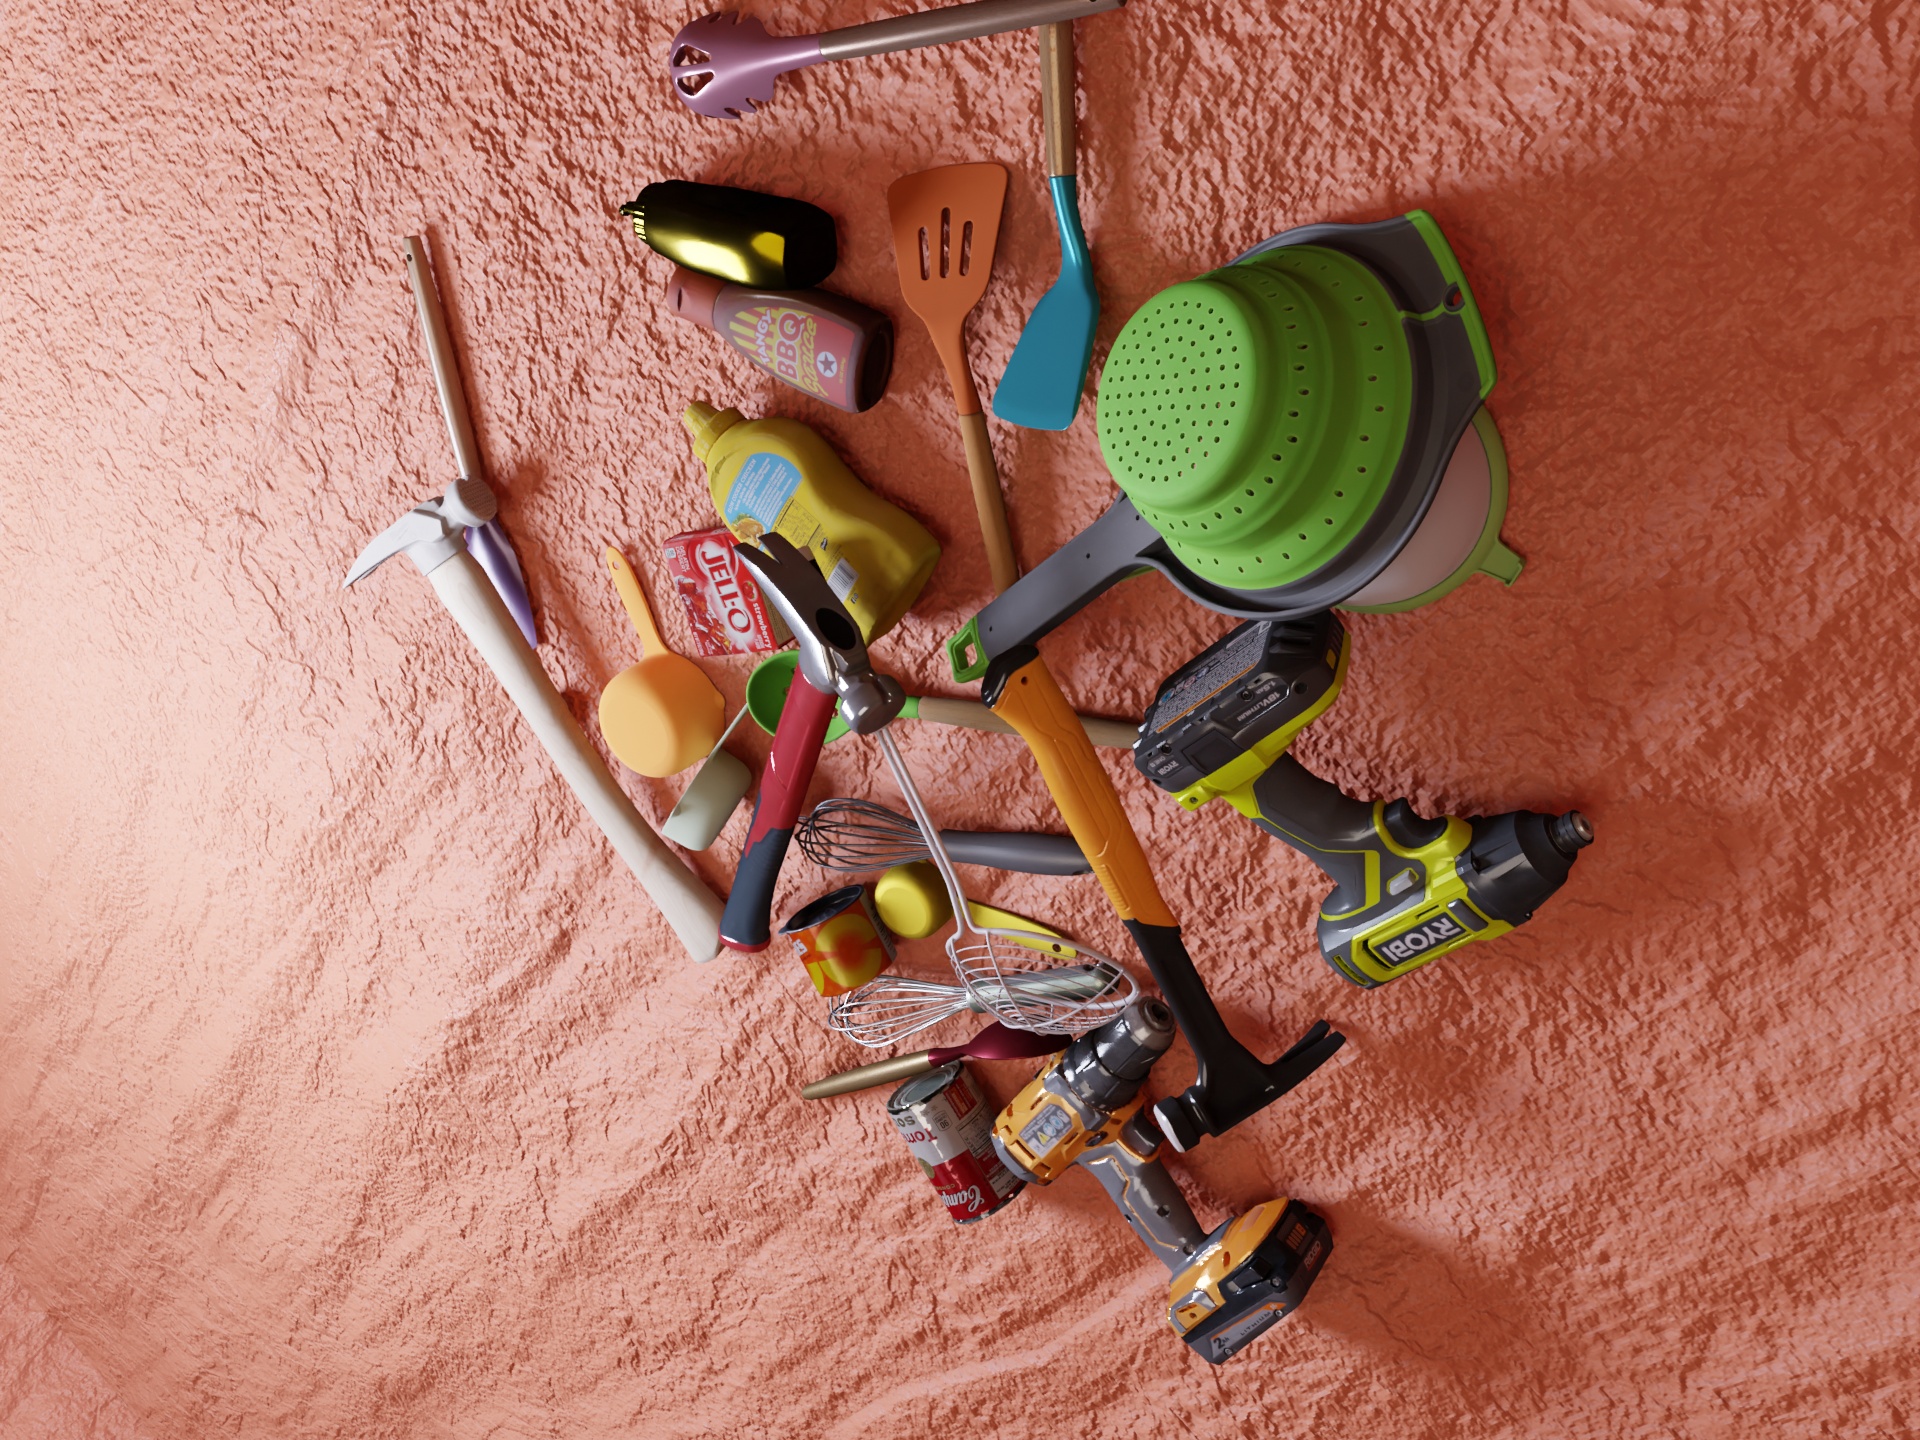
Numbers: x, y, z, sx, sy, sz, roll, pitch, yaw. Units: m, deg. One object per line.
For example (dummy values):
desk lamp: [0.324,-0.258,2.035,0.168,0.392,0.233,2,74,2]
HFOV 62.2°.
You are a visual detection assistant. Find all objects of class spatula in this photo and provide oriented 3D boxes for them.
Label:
spatula: [0.045,-0.319,0.853,0.082,0.044,0.317,28,128,55]
spatula: [0.016,-0.167,0.967,0.081,0.041,0.322,2,118,30]
spatula: [-0.372,-0.200,1.190,0.060,0.018,0.315,6,117,27]

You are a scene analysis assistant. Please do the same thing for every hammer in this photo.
hammer: [0.112,0.099,0.959,0.127,0.034,0.336,-31,107,-5]
hammer: [-0.130,0.042,1.074,0.143,0.038,0.386,53,147,20]
hammer: [-0.312,0.019,1.231,0.146,0.038,0.410,-27,101,27]

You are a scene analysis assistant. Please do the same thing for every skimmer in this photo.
skimmer: [-0.006,0.046,1.022,0.127,0.090,0.363,-21,96,51]

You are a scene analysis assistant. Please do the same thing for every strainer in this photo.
strainer: [0.165,-0.107,0.873,0.256,0.069,0.151,-15,105,34]

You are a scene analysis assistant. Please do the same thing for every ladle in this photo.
ladle: [-0.032,0.254,1.177,0.315,0.069,0.031,-28,76,48]

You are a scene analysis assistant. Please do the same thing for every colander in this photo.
colander: [0.087,-0.121,0.849,0.397,0.094,0.205,-35,60,43]

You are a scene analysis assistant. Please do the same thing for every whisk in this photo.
whisk: [0.004,0.198,1.141,0.246,0.058,0.059,-14,97,31]
whisk: [-0.011,0.084,1.094,0.239,0.055,0.055,3,115,26]

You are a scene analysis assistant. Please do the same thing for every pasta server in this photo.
pasta server: [-0.047,-0.376,0.875,0.316,0.040,0.060,6,116,33]

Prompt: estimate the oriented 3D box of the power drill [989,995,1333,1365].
power drill: [0.146,0.306,1.089,0.226,0.084,0.185,43,127,12]

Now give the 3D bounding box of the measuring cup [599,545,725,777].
measuring cup: [-0.238,-0.039,1.165,0.095,0.052,0.173,-7,111,34]

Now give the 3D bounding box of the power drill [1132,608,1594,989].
power drill: [0.222,0.043,0.888,0.223,0.080,0.171,41,131,-14]

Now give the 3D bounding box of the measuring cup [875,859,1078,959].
measuring cup: [0.008,0.143,1.119,0.157,0.029,0.062,17,121,26]

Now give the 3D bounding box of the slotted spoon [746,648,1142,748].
slotted spoon: [-0.002,-0.003,1.052,0.314,0.031,0.070,7,111,25]

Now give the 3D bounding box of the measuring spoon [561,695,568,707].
measuring spoon: [-0.303,0.028,1.267,0.034,0.018,0.124,-19,109,24]

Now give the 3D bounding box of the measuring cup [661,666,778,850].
measuring cup: [-0.159,0.026,1.151,0.038,0.083,0.167,34,111,-5]
